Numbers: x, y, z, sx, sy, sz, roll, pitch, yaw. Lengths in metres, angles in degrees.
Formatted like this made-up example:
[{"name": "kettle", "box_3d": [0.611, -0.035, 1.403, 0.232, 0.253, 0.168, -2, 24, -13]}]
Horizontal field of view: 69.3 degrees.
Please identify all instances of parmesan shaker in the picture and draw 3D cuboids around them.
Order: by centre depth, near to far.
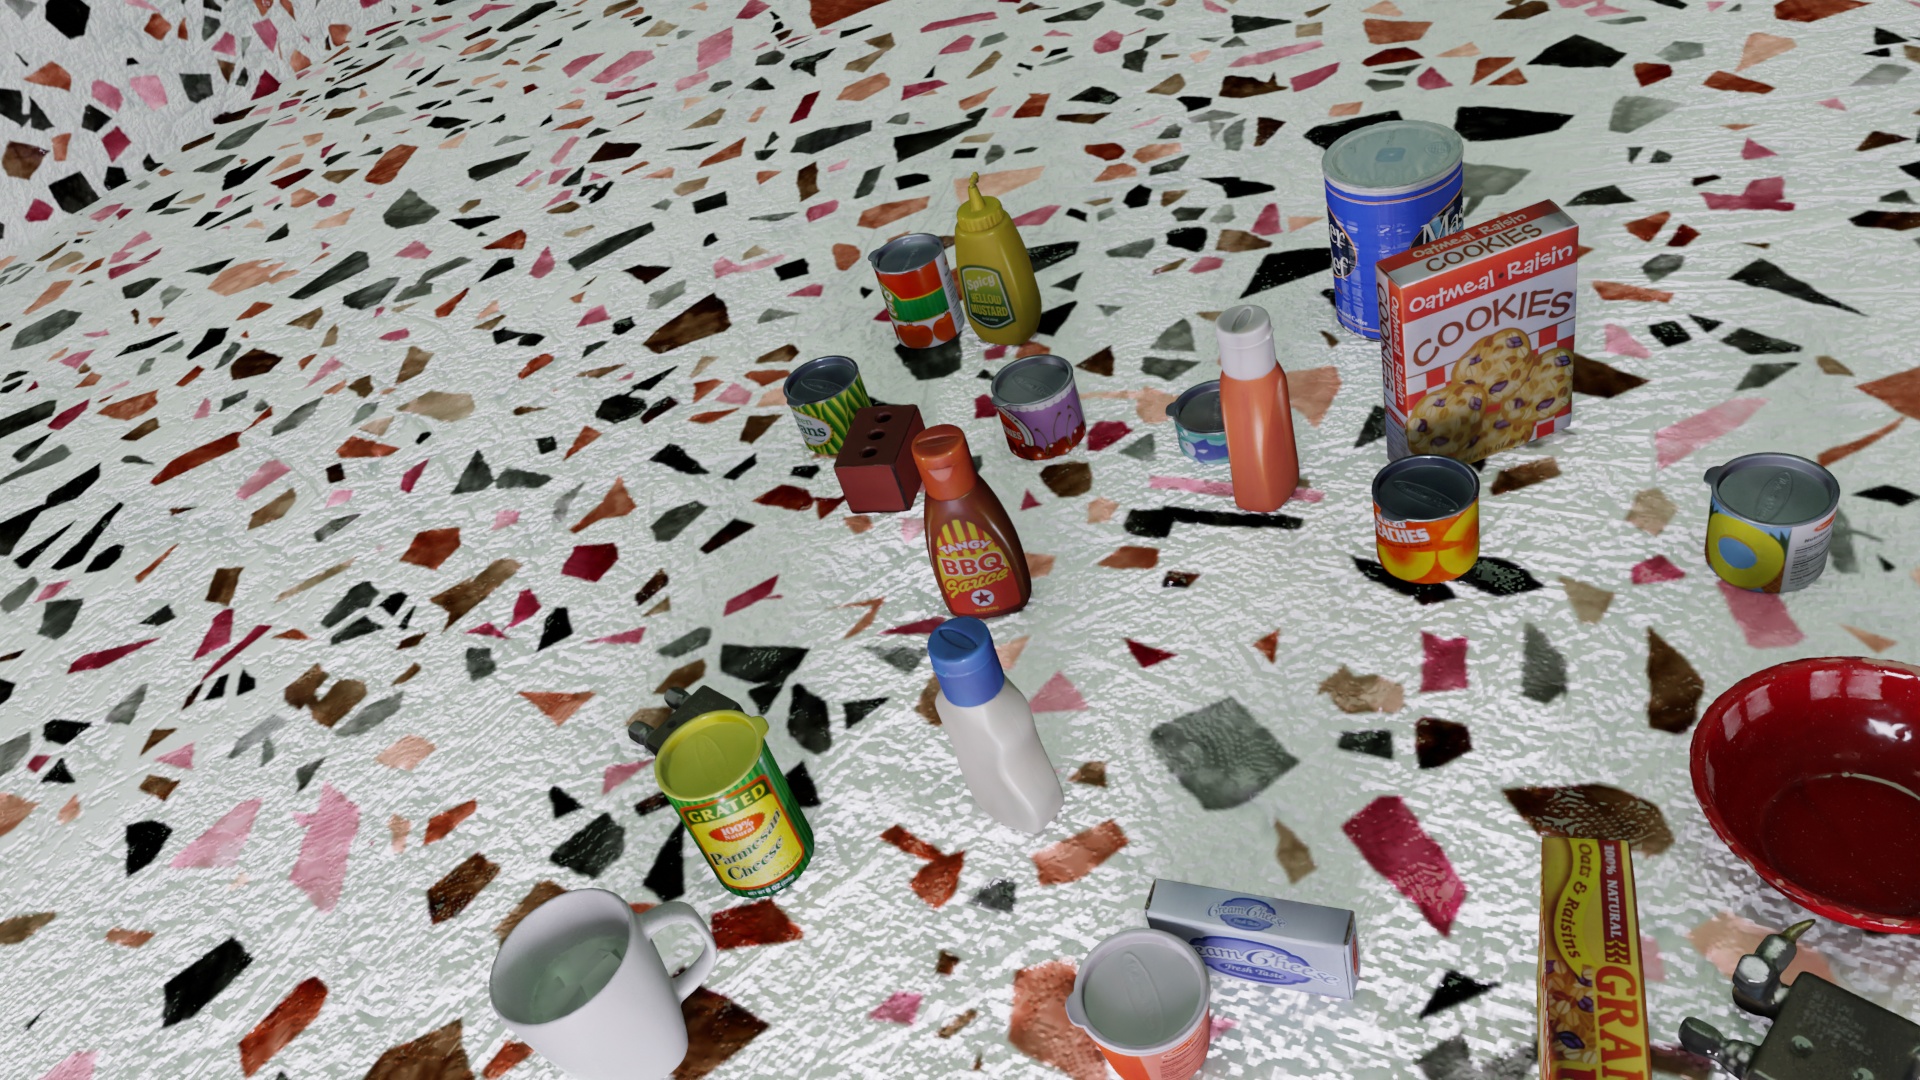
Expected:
[{"name": "parmesan shaker", "box_3d": [-0.131, 0.159, 0.838, 0.071, 0.102, 0.072, -11, 40, 9]}]

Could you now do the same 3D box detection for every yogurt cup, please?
[{"name": "yogurt cup", "box_3d": [0.095, 0.238, 0.699, 0.072, 0.053, 0.073, -11, 40, 9]}]

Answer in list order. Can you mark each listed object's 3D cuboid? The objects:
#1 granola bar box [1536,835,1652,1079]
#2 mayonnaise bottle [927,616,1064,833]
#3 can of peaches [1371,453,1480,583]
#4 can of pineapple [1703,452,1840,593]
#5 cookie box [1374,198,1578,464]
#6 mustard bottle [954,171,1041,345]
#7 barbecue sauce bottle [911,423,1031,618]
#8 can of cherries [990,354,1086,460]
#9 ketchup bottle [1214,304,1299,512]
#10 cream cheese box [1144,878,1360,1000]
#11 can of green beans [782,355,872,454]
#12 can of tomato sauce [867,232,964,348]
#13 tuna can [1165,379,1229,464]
[{"name": "granola bar box", "box_3d": [0.268, 0.229, 0.589, 0.039, 0.123, 0.166, -1, 43, 21]}, {"name": "mayonnaise bottle", "box_3d": [0.017, 0.107, 0.806, 0.065, 0.147, 0.041, 24, 56, 39]}, {"name": "can of peaches", "box_3d": [0.302, -0.013, 0.904, 0.071, 0.057, 0.071, -11, 40, 9]}, {"name": "can of pineapple", "box_3d": [0.484, -0.011, 0.833, 0.071, 0.057, 0.071, -11, 40, 9]}, {"name": "cookie box", "box_3d": [0.348, -0.131, 0.937, 0.123, 0.166, 0.040, -20, 40, -2]}, {"name": "mustard bottle", "box_3d": [0.025, -0.243, 1.194, 0.065, 0.159, 0.049, 9, 47, 30]}, {"name": "barbecue sauce bottle", "box_3d": [0.003, -0.012, 0.947, 0.065, 0.147, 0.044, -8, 41, 12]}, {"name": "can of cherries", "box_3d": [0.060, -0.104, 1.101, 0.071, 0.058, 0.072, -11, 40, 9]}, {"name": "ketchup bottle", "box_3d": [0.205, -0.092, 0.962, 0.043, 0.148, 0.065, 8, 47, 29]}, {"name": "cream cheese box", "box_3d": [0.151, 0.206, 0.716, 0.104, 0.053, 0.024, 4, 45, 25]}, {"name": "can of green beans", "box_3d": [-0.110, -0.115, 1.179, 0.071, 0.057, 0.071, -11, 40, 9]}, {"name": "can of tomato sauce", "box_3d": [-0.039, -0.225, 1.259, 0.071, 0.082, 0.071, -11, 40, 9]}, {"name": "tuna can", "box_3d": [0.193, -0.090, 1.054, 0.071, 0.032, 0.071, -11, 40, 9]}]
